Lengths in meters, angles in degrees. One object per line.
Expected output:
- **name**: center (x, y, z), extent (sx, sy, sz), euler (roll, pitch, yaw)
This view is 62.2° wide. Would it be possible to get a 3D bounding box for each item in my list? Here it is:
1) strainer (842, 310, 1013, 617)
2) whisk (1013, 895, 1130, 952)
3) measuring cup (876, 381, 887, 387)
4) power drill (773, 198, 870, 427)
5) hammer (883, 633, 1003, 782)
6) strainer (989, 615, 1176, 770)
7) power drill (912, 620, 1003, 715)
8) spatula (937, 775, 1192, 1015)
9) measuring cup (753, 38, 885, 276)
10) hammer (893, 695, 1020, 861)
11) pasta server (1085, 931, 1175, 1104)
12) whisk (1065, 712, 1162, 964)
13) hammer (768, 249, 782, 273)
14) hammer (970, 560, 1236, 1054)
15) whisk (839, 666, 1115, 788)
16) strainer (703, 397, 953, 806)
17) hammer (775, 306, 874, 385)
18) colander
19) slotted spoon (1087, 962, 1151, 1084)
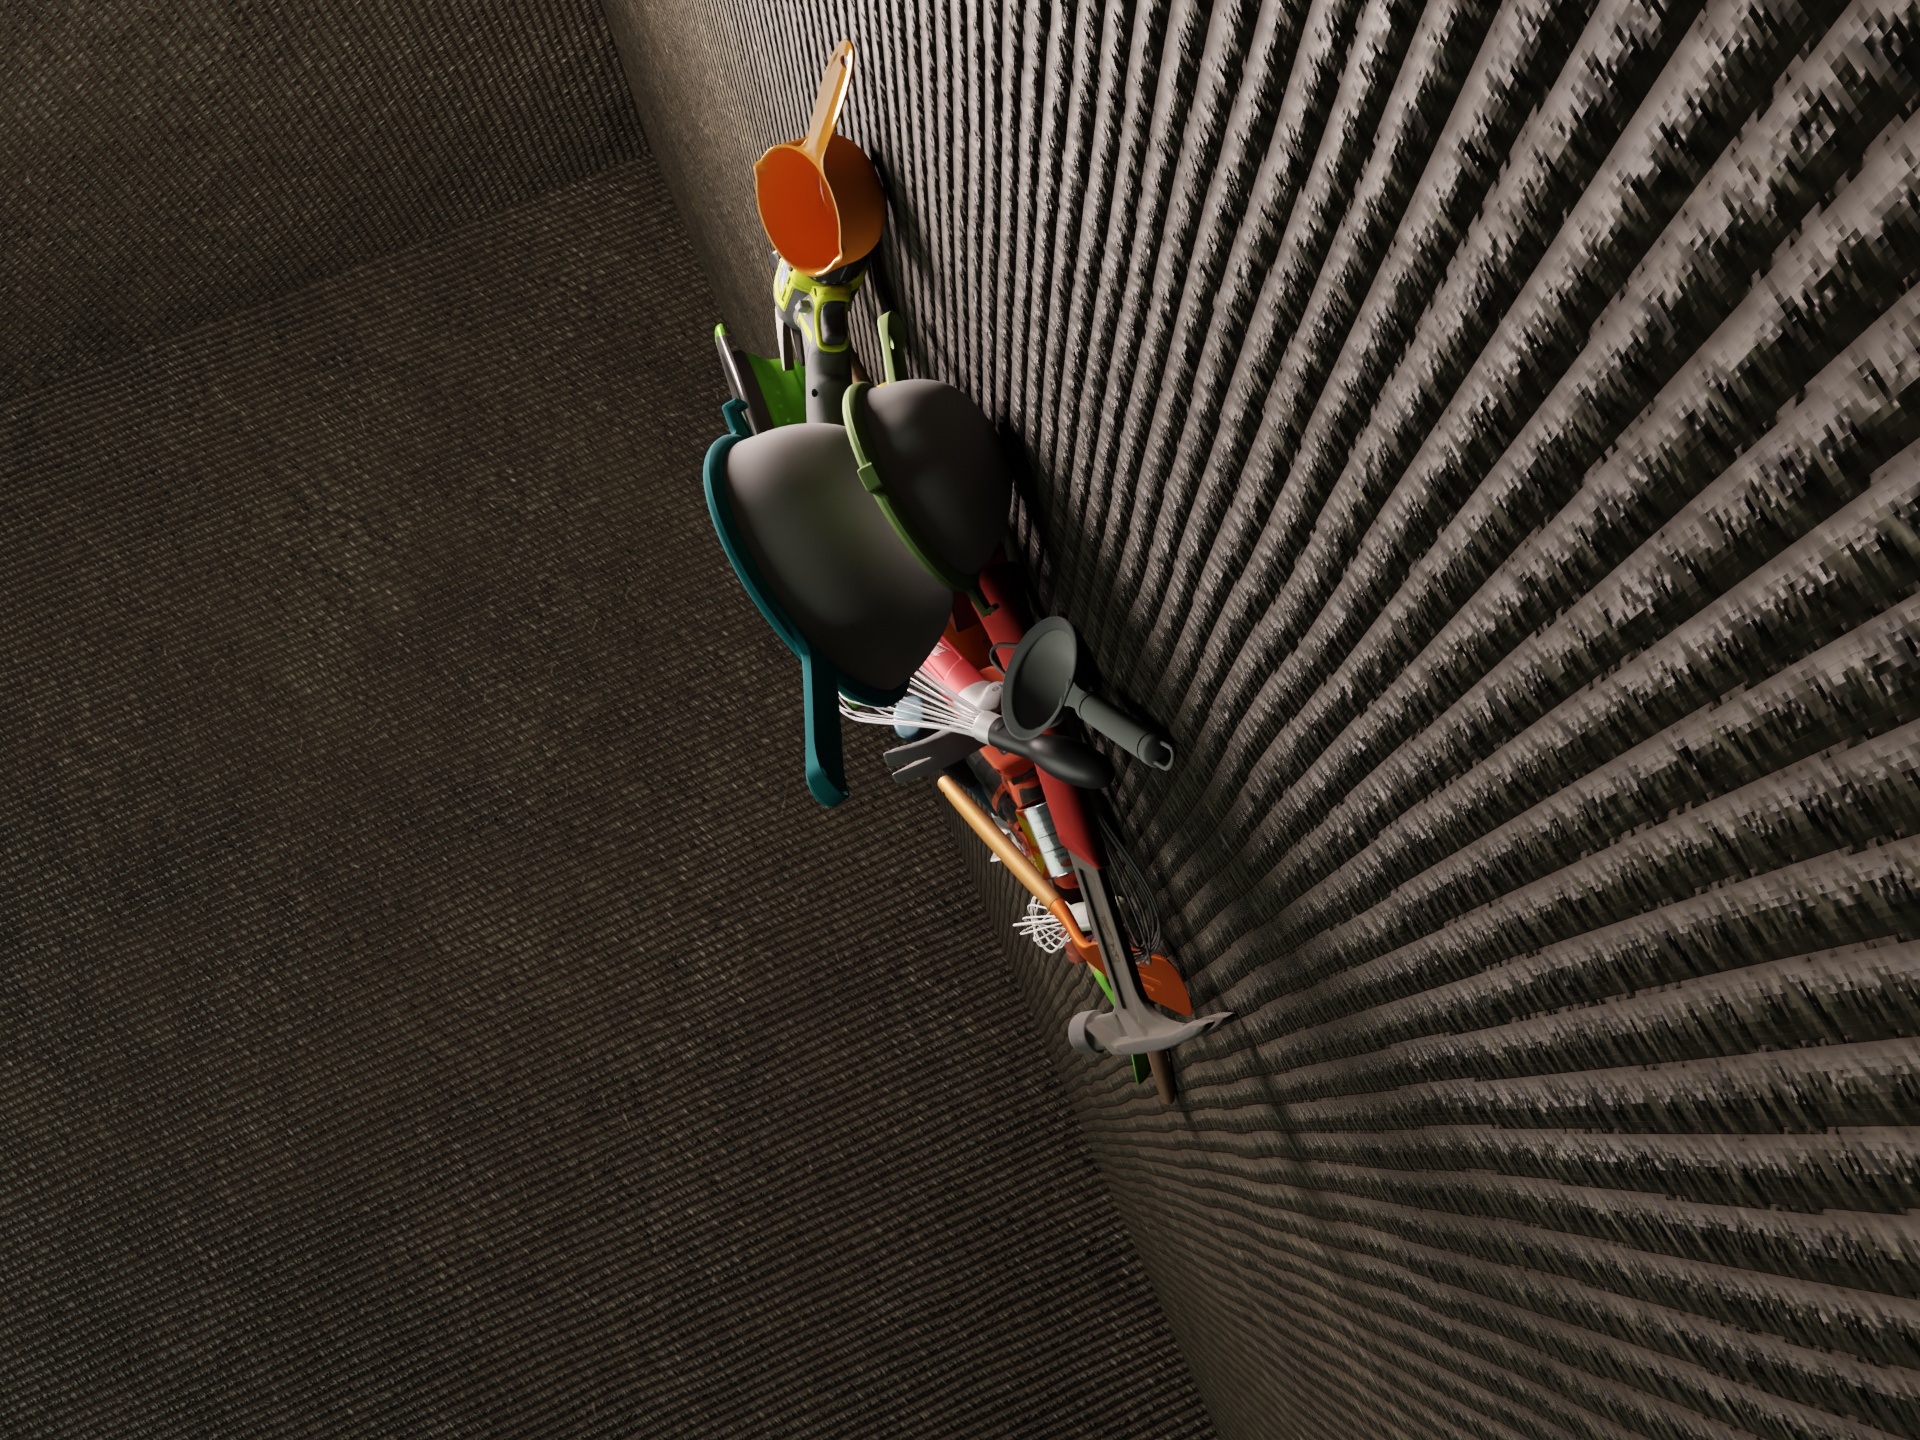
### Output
- **strainer**: center (-0.013, -0.201, 1.044), extent (0.151, 0.069, 0.257), euler (45, -154, -43)
- **whisk**: center (0.101, 0.176, 1.419), extent (0.246, 0.059, 0.058), euler (144, 121, -73)
- **measuring cup**: center (-0.063, -0.211, 1.316), extent (0.062, 0.029, 0.156), euler (46, 141, 29)
- **power drill**: center (-0.094, -0.273, 1.204), extent (0.190, 0.080, 0.228), euler (160, 104, -75)
- **hammer**: center (-0.069, -0.086, 1.340), extent (0.387, 0.143, 0.038), euler (49, 165, 49)
- **strainer**: center (0.081, -0.008, 1.003), extent (0.087, 0.050, 0.259), euler (-68, 22, 8)
- **power drill**: center (-0.027, -0.102, 1.498), extent (0.227, 0.084, 0.164), euler (-140, 28, -70)
- **spatula**: center (0.074, 0.133, 1.307), extent (0.323, 0.041, 0.080), euler (46, 166, 43)
- **measuring cup**: center (-0.078, -0.372, 1.039), extent (0.095, 0.052, 0.173), euler (49, 144, 14)
- **hammer**: center (0.004, 0.046, 1.510), extent (0.330, 0.033, 0.128), euler (46, -148, -64)
- **pasta server**: center (0.162, 0.272, 1.410), extent (0.060, 0.040, 0.315), euler (49, 166, 38)
- **whisk**: center (0.096, 0.069, 1.179), extent (0.055, 0.055, 0.239), euler (117, 134, -83)
- **hammer**: center (-0.127, -0.360, 1.636), extent (0.146, 0.035, 0.335), euler (80, 166, -65)
- **hammer**: center (0.083, 0.057, 1.123), extent (0.149, 0.036, 0.359), euler (-26, 78, 53)
- **whisk**: center (-0.003, -0.003, 1.137), extent (0.285, 0.070, 0.070), euler (22, 144, 40)
- **strainer**: center (-0.061, -0.081, 1.002), extent (0.210, 0.095, 0.341), euler (46, -159, -33)
- **hammer**: center (-0.067, -0.244, 1.357), extent (0.331, 0.031, 0.130), euler (62, 146, 5)
- **colander**: center (-0.136, -0.211, 1.586), extent (0.204, 0.094, 0.397), euler (-146, 37, -79)
- **slotted spoon**: center (0.132, 0.232, 1.608), extent (0.070, 0.031, 0.314), euler (72, 175, -46)
